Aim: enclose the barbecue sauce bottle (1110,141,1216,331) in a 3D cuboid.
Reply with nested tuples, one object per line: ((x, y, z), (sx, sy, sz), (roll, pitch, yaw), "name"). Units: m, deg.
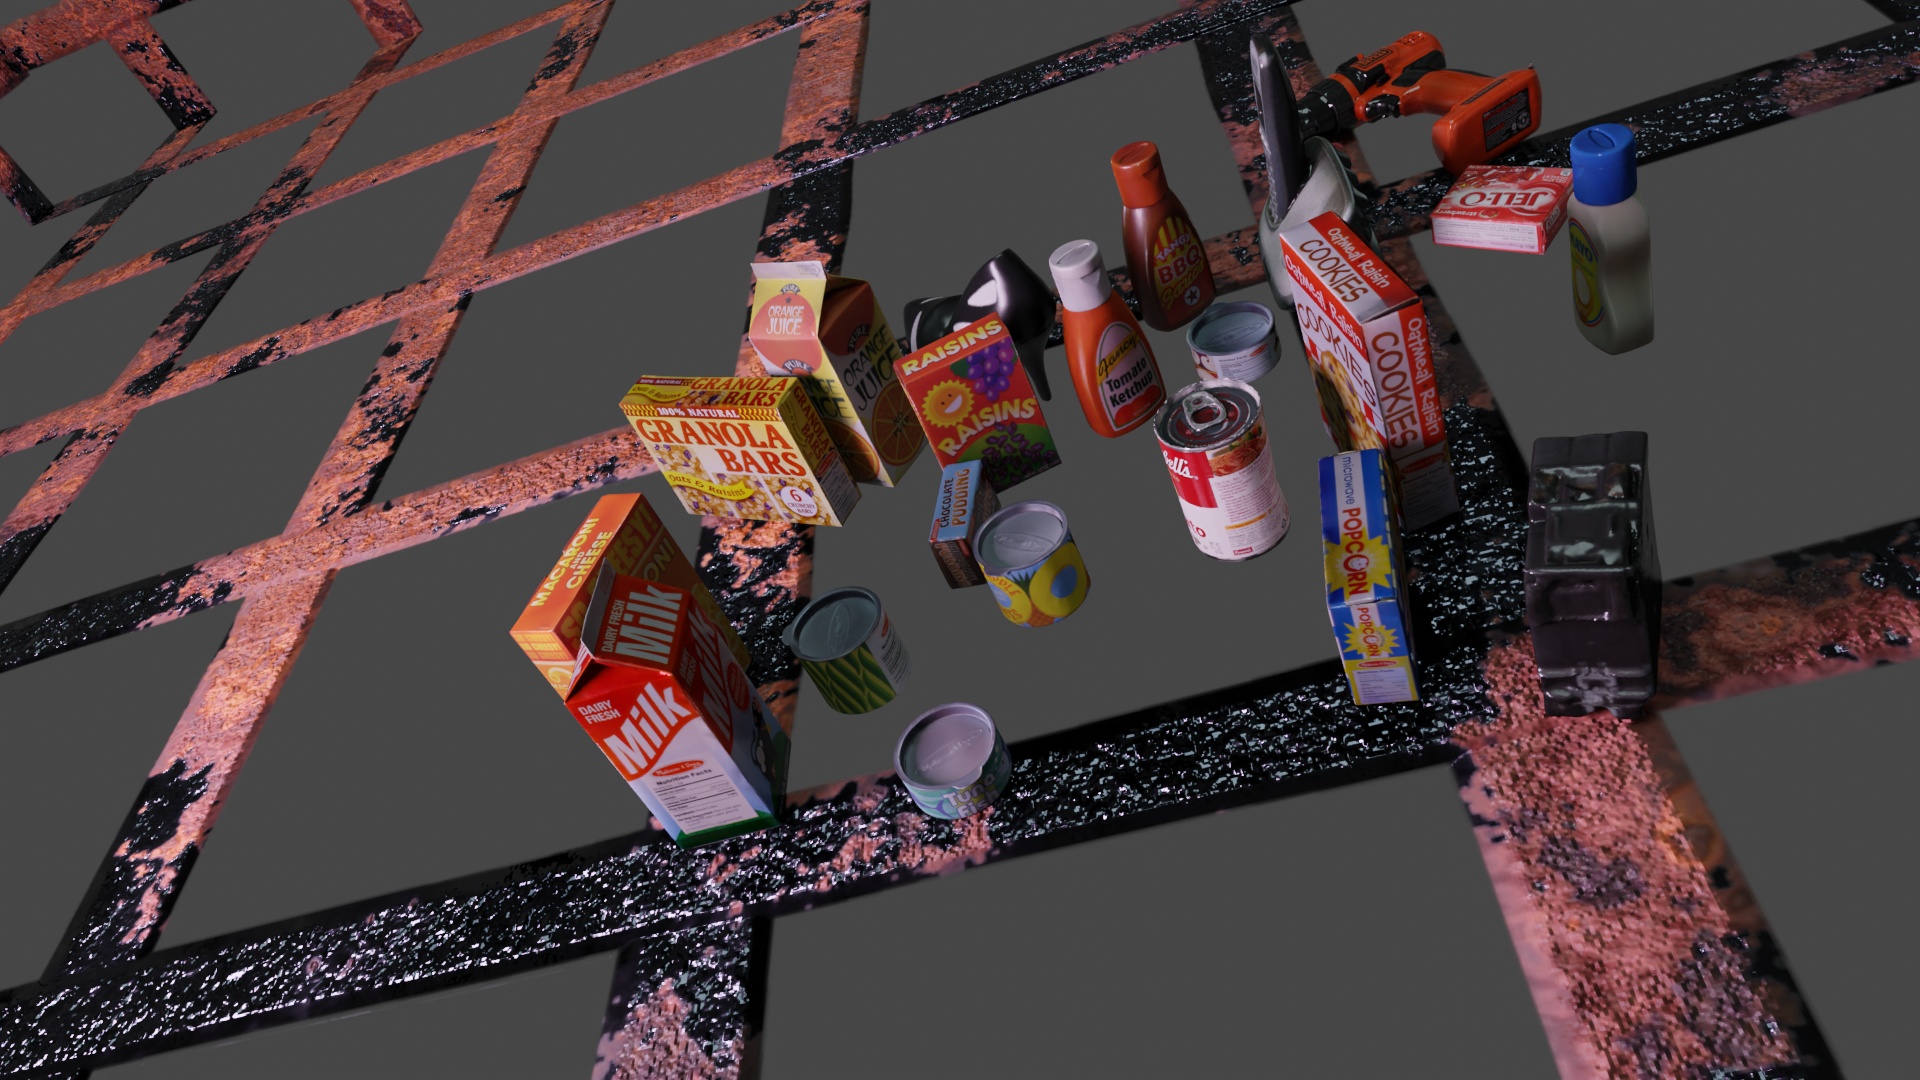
((0.155, -0.239, 1.088), (0.065, 0.148, 0.044), (-37, 39, -14), "barbecue sauce bottle")

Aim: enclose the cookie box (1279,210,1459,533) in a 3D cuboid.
((0.255, -0.106, 0.865), (0.040, 0.166, 0.123), (-23, 38, 3), "cookie box")

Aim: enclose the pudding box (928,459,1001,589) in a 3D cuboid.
((0.004, -0.012, 0.991), (0.030, 0.049, 0.084), (-10, 41, 20), "pudding box")

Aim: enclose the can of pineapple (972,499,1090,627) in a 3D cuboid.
((0.047, 0.017, 0.928), (0.071, 0.057, 0.071), (-15, 39, 13), "can of pineapple")

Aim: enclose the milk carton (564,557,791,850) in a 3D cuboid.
((-0.177, 0.099, 0.850), (0.073, 0.189, 0.073), (-16, 39, 12), "milk carton")

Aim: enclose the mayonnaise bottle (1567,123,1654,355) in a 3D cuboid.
((0.416, -0.194, 0.893), (0.041, 0.147, 0.065), (-20, 39, 7), "mayonnaise bottle")

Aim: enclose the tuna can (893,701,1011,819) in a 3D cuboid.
((-0.003, 0.135, 0.840), (0.071, 0.032, 0.071), (-15, 39, 13), "tuna can")

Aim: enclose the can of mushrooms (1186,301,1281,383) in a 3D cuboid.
((0.207, -0.150, 1.050), (0.071, 0.033, 0.071), (-15, 39, 13), "can of mushrooms")

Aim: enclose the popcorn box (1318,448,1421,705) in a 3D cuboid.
((0.235, 0.019, 0.799), (0.038, 0.085, 0.127), (-10, 41, 20), "popcorn box")

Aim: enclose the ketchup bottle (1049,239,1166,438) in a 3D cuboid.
((0.103, -0.148, 1.012), (0.065, 0.148, 0.043), (-36, 39, -12), "ketchup bottle")

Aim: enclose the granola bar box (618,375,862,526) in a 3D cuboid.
((-0.173, -0.072, 1.097), (0.165, 0.123, 0.039), (5, 48, 33), "granola bar box")

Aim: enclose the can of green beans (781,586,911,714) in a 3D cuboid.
((-0.073, 0.074, 0.928), (0.071, 0.057, 0.071), (-15, 39, 13), "can of green beans")

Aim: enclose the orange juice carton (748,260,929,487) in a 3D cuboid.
((-0.096, -0.136, 1.072), (0.072, 0.191, 0.073), (8, 49, 35), "orange juice carton")

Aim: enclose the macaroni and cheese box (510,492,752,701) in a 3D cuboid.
((-0.213, 0.070, 0.922), (0.040, 0.165, 0.124), (-2, 44, 27), "macaroni and cheese box")

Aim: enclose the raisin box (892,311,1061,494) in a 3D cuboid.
((0.014, -0.094, 1.020), (0.086, 0.123, 0.040), (-26, 38, 1), "raisin box")
